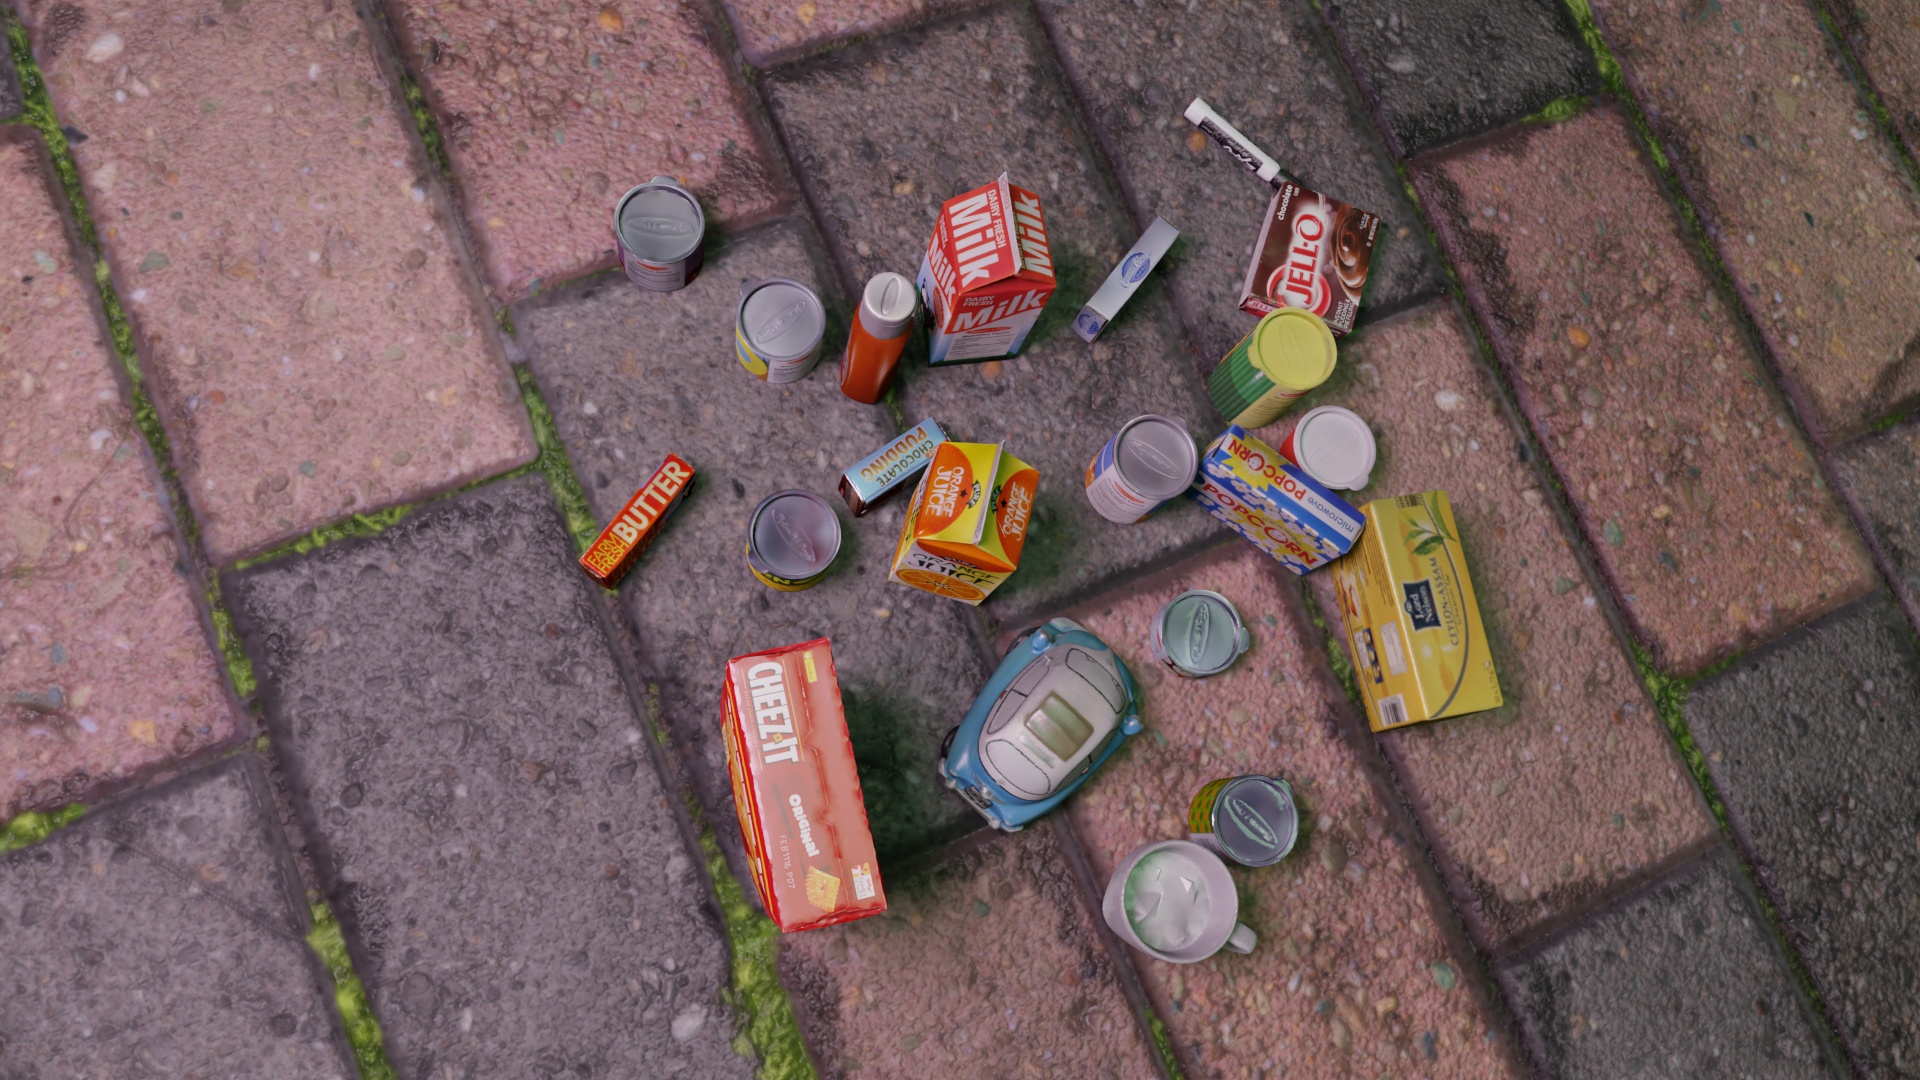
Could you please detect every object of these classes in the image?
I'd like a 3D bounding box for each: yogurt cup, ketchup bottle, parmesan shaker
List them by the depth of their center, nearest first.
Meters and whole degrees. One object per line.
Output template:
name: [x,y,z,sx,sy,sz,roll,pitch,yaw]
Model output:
ketchup bottle: [-0.059,-0.151,1.016,0.043,0.148,0.065,17,75,-6]
parmesan shaker: [0.240,-0.133,1.089,0.071,0.103,0.071,2,77,-10]
yogurt cup: [0.289,-0.068,1.108,0.072,0.054,0.072,2,77,-10]

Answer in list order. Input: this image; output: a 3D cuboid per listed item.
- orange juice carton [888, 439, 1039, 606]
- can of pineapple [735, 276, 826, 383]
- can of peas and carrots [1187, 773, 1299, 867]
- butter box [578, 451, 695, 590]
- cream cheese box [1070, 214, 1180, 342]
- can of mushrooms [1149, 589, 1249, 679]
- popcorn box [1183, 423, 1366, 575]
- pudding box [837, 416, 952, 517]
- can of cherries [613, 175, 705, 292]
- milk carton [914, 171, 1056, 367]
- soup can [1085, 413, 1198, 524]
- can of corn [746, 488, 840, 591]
orange juice carton: [0.003,-0.012,0.972,0.073,0.192,0.072,17,75,-6]
can of pineapple: [-0.137,-0.160,1.051,0.071,0.057,0.071,2,77,-10]
can of peas and carrots: [0.210,0.205,1.027,0.071,0.058,0.071,2,77,-10]
butter box: [-0.231,-0.013,1.002,0.024,0.053,0.104,37,74,0]
cream cheese box: [0.132,-0.209,1.113,0.024,0.053,0.104,38,74,0]
can of mushrooms: [0.183,0.073,1.066,0.071,0.033,0.071,2,77,-10]
popcorn box: [0.238,-0.029,1.073,0.127,0.085,0.038,35,74,-1]
pudding box: [-0.049,-0.055,1.046,0.084,0.049,0.030,-34,85,-15]
can of cherries: [-0.226,-0.231,1.051,0.071,0.058,0.071,2,77,-10]
milk carton: [0.019,-0.195,1.018,0.073,0.190,0.072,-7,79,-12]
soup can: [0.139,-0.055,1.062,0.071,0.083,0.071,2,77,-10]
can of corn: [-0.125,0.003,1.015,0.071,0.058,0.071,2,77,-10]
